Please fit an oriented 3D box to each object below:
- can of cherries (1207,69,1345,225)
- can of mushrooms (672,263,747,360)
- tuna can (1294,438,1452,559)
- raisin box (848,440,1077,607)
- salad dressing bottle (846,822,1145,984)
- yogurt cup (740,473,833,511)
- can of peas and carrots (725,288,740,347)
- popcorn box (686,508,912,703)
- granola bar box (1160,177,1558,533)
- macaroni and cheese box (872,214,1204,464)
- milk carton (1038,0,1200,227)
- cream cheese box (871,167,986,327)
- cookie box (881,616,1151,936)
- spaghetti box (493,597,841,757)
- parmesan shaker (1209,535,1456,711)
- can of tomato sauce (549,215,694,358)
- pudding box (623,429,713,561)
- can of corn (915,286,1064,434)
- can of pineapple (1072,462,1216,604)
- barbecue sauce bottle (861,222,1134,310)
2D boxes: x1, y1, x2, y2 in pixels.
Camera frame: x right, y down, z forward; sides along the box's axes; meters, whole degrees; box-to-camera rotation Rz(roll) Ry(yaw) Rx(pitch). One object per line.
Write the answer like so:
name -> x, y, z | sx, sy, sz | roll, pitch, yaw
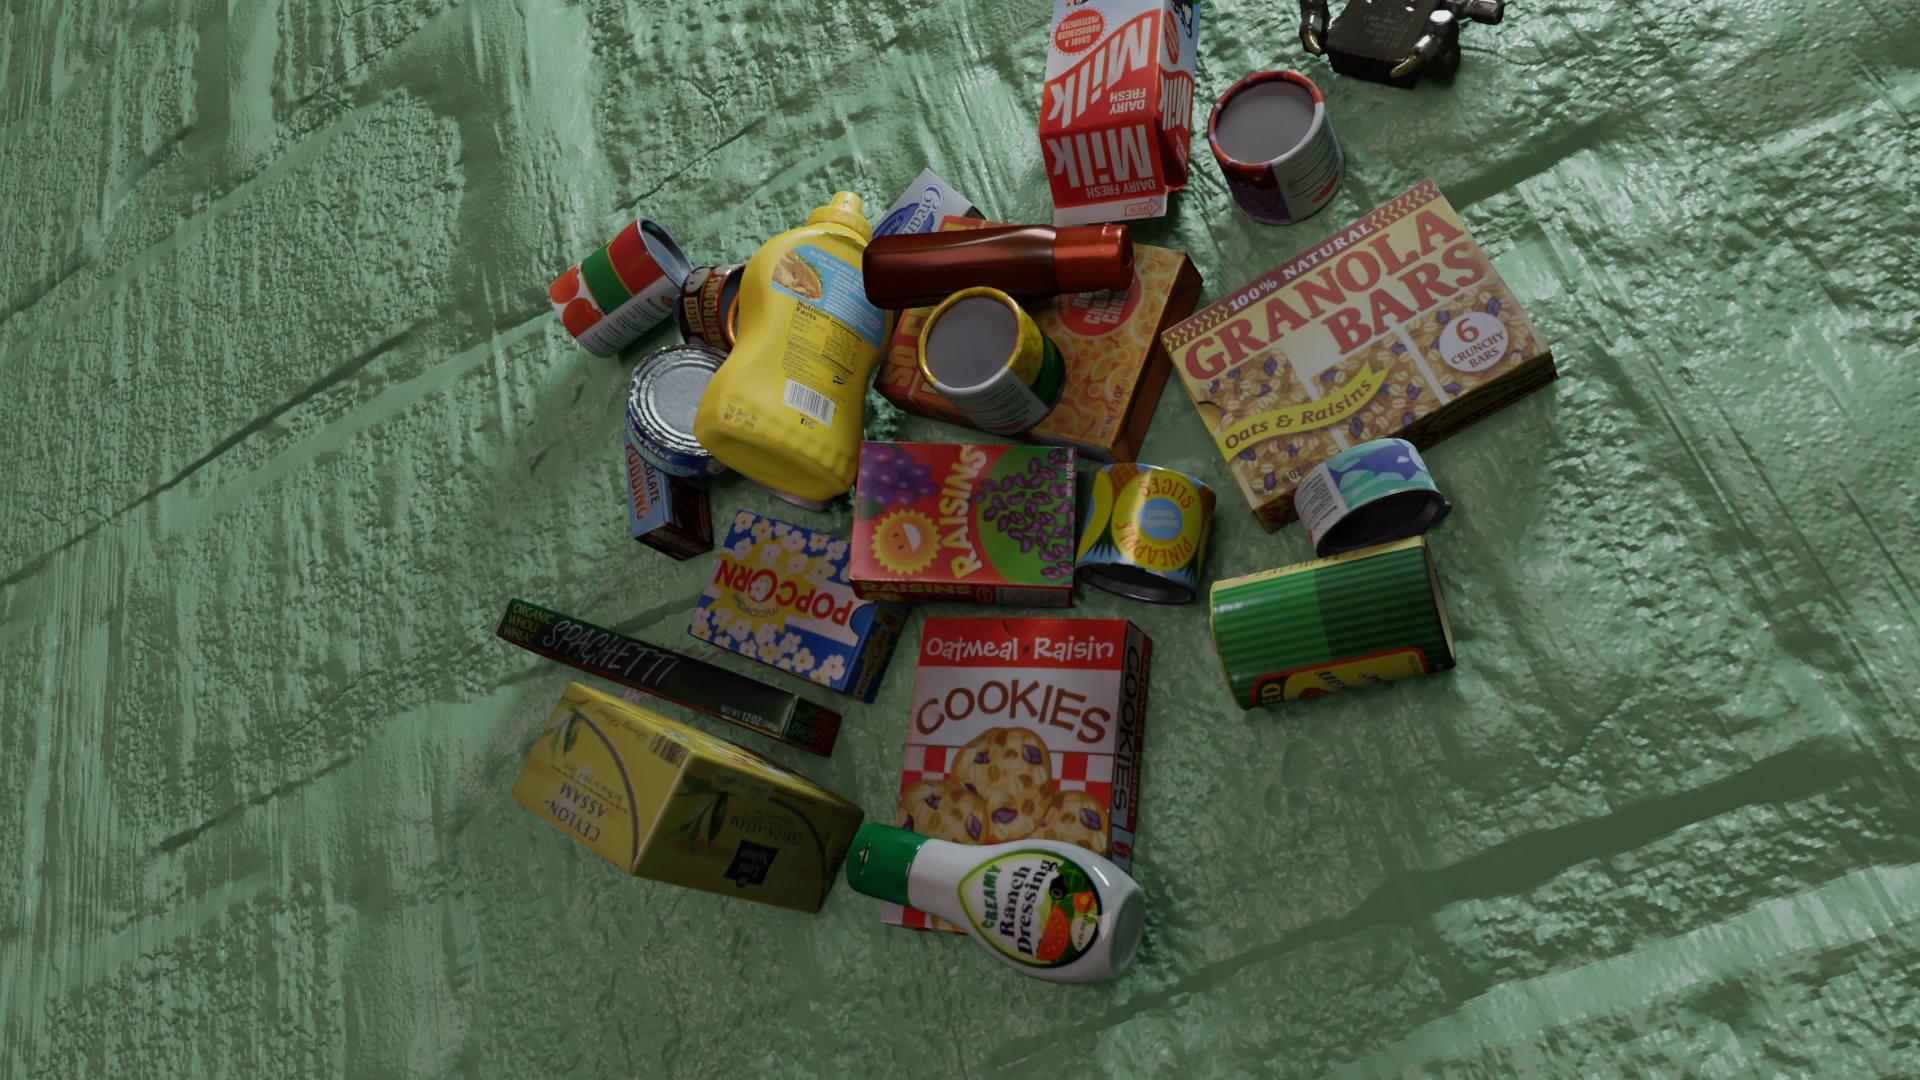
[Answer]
can of cherries -> 0.176, -0.223, 0.787 | 0.071, 0.058, 0.072 | -10, 67, 24
can of mushrooms -> -0.157, -0.150, 0.924 | 0.033, 0.071, 0.071 | 2, 72, 27
tuna can -> 0.204, -0.020, 0.688 | 0.071, 0.071, 0.033 | -27, 59, 16
raisin box -> 0.003, -0.010, 0.779 | 0.123, 0.040, 0.086 | 2, 71, 3
salad dressing bottle -> 0.014, 0.171, 0.675 | 0.147, 0.044, 0.064 | 8, 77, 30
yogurt cup -> -0.101, -0.058, 0.863 | 0.072, 0.072, 0.054 | 15, 70, 31
can of peas and carrots -> -0.111, -0.137, 0.902 | 0.071, 0.058, 0.071 | -10, 66, 24
popcorn box -> -0.095, 0.038, 0.836 | 0.127, 0.038, 0.085 | 16, 77, 32
granola bar box -> 0.205, -0.098, 0.734 | 0.165, 0.039, 0.124 | -30, 59, 14
macaroni and cheese box -> 0.044, -0.121, 0.826 | 0.166, 0.040, 0.124 | 17, 79, 31
milk carton -> 0.097, -0.274, 0.837 | 0.072, 0.073, 0.191 | -2, 68, 25
cream cheese box -> -0.036, -0.187, 0.903 | 0.104, 0.024, 0.053 | -48, 58, 3
cookie box -> 0.031, 0.125, 0.734 | 0.123, 0.040, 0.168 | -1, 70, 27
spaghetti box -> -0.187, 0.082, 0.859 | 0.250, 0.050, 0.029 | 14, 76, 31
parmesan shaker -> 0.180, 0.040, 0.672 | 0.103, 0.071, 0.071 | -15, 65, 22
can of tomato sauce -> -0.237, -0.179, 0.979 | 0.083, 0.071, 0.071 | -32, 59, 14
pudding box -> -0.191, -0.034, 0.908 | 0.030, 0.049, 0.084 | -23, 62, 20
can of corn -> 0.016, -0.102, 0.773 | 0.071, 0.058, 0.071 | -9, 69, 24
can of pineapple -> 0.098, -0.003, 0.734 | 0.071, 0.071, 0.058 | 7, 74, 29
barbecue sauce bottle -> 0.022, -0.157, 0.791 | 0.148, 0.065, 0.043 | 0, 103, 20
